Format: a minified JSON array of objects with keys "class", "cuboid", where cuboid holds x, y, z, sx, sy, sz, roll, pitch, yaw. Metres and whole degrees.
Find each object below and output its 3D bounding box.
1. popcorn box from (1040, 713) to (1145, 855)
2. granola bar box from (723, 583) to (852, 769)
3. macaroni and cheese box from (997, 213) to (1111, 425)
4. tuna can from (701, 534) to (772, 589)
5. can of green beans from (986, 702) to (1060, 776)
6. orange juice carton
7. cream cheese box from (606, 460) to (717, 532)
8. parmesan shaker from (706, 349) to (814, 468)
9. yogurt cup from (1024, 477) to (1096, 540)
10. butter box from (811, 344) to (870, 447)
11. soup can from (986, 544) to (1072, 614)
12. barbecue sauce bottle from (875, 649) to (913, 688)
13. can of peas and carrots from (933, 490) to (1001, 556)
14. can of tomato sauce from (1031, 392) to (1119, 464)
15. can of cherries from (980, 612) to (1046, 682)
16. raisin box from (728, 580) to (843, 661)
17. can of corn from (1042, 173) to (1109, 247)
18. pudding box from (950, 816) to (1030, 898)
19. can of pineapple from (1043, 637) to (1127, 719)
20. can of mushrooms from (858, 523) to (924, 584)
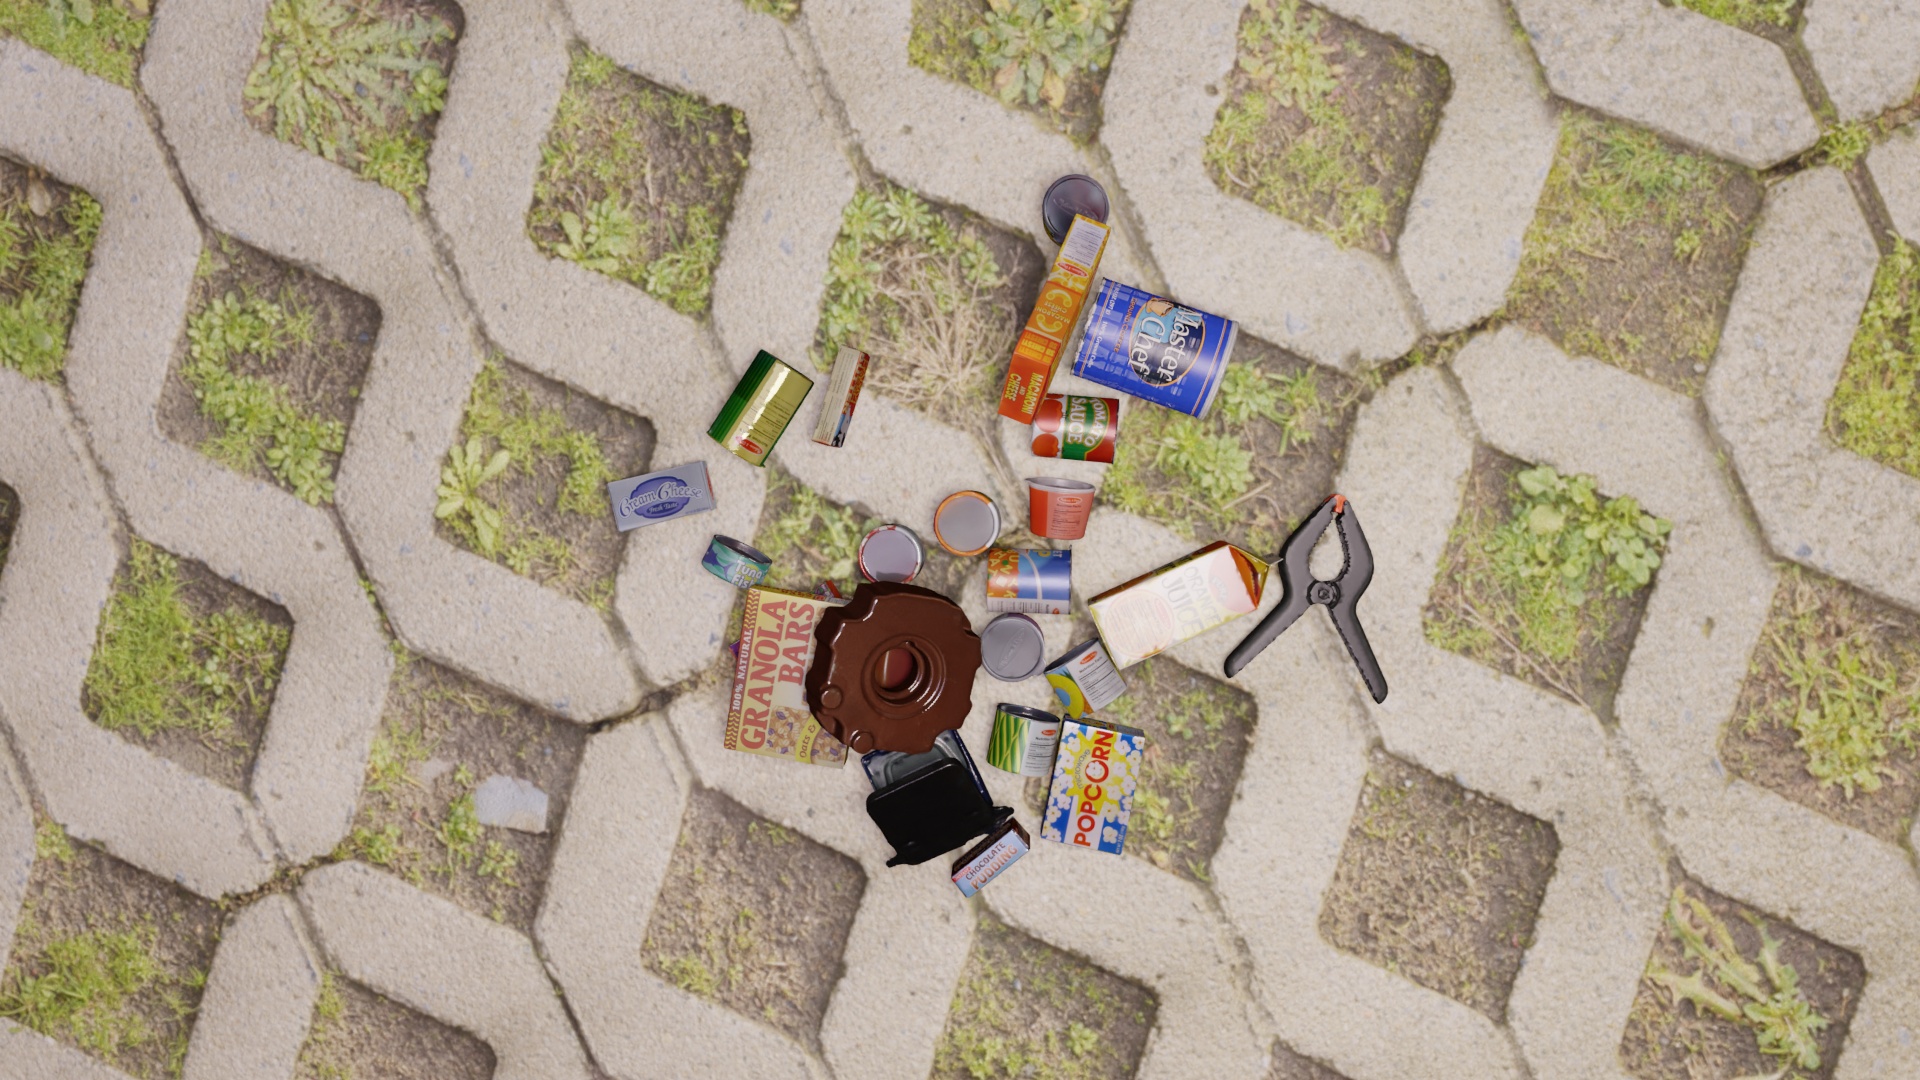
[{"class":"popcorn box","cuboid":[0.135,0.249,1.417,0.085,0.038,0.126,12,93,4]},{"class":"granola bar box","cuboid":[-0.162,0.135,1.393,0.124,0.039,0.165,10,97,-1]},{"class":"macaroni and cheese box","cuboid":[0.090,-0.209,1.331,0.040,0.123,0.167,22,67,3]},{"class":"tuna can","cuboid":[-0.227,0.023,1.418,0.071,0.071,0.033,27,96,2]},{"class":"can of green beans","cuboid":[0.063,0.202,1.407,0.071,0.071,0.057,12,94,3]},{"class":"orange juice carton","cuboid":[0.229,0.055,1.388,0.193,0.072,0.073,-24,91,5]},{"class":"cream cheese box","cuboid":[-0.310,-0.046,1.443,0.104,0.024,0.053,-13,91,4]},{"class":"parmesan shaker","cuboid":[-0.201,-0.134,1.414,0.071,0.071,0.103,34,93,2]},{"class":"yogurt cup","cuboid":[0.100,-0.032,1.398,0.072,0.072,0.053,6,101,4]},{"class":"butter box","cuboid":[-0.121,-0.146,1.413,0.024,0.053,0.103,18,93,6]},{"class":"soup can","cuboid":[0.070,0.038,1.401,0.084,0.071,0.071,2,93,4]},{"class":"barbecue sauce bottle","cuboid":[-0.064,0.124,1.419,0.065,0.044,0.148,19,99,-37]},{"class":"can of peas and carrots","cuboid":[0.005,-0.018,1.406,0.071,0.059,0.071,0,92,4]},{"class":"can of tomato sauce","cuboid":[0.115,-0.113,1.390,0.083,0.071,0.071,6,93,4]},{"class":"can of cherries","cuboid":[0.054,0.109,1.408,0.071,0.058,0.071,0,91,3]},{"class":"raisin box","cuboid":[-0.163,0.110,1.432,0.123,0.040,0.086,-33,91,5]},{"class":"can of corn","cuboid":[0.114,-0.325,1.388,0.071,0.058,0.071,0,92,4]},{"class":"pudding box","cuboid":[0.032,0.324,1.421,0.083,0.050,0.030,-39,91,5]},{"class":"can of pineapple","cuboid":[0.125,0.140,1.402,0.071,0.071,0.058,-32,90,5]},{"class":"can of mushrooms","cuboid":[-0.073,0.018,1.426,0.071,0.033,0.071,0,93,3]}]
